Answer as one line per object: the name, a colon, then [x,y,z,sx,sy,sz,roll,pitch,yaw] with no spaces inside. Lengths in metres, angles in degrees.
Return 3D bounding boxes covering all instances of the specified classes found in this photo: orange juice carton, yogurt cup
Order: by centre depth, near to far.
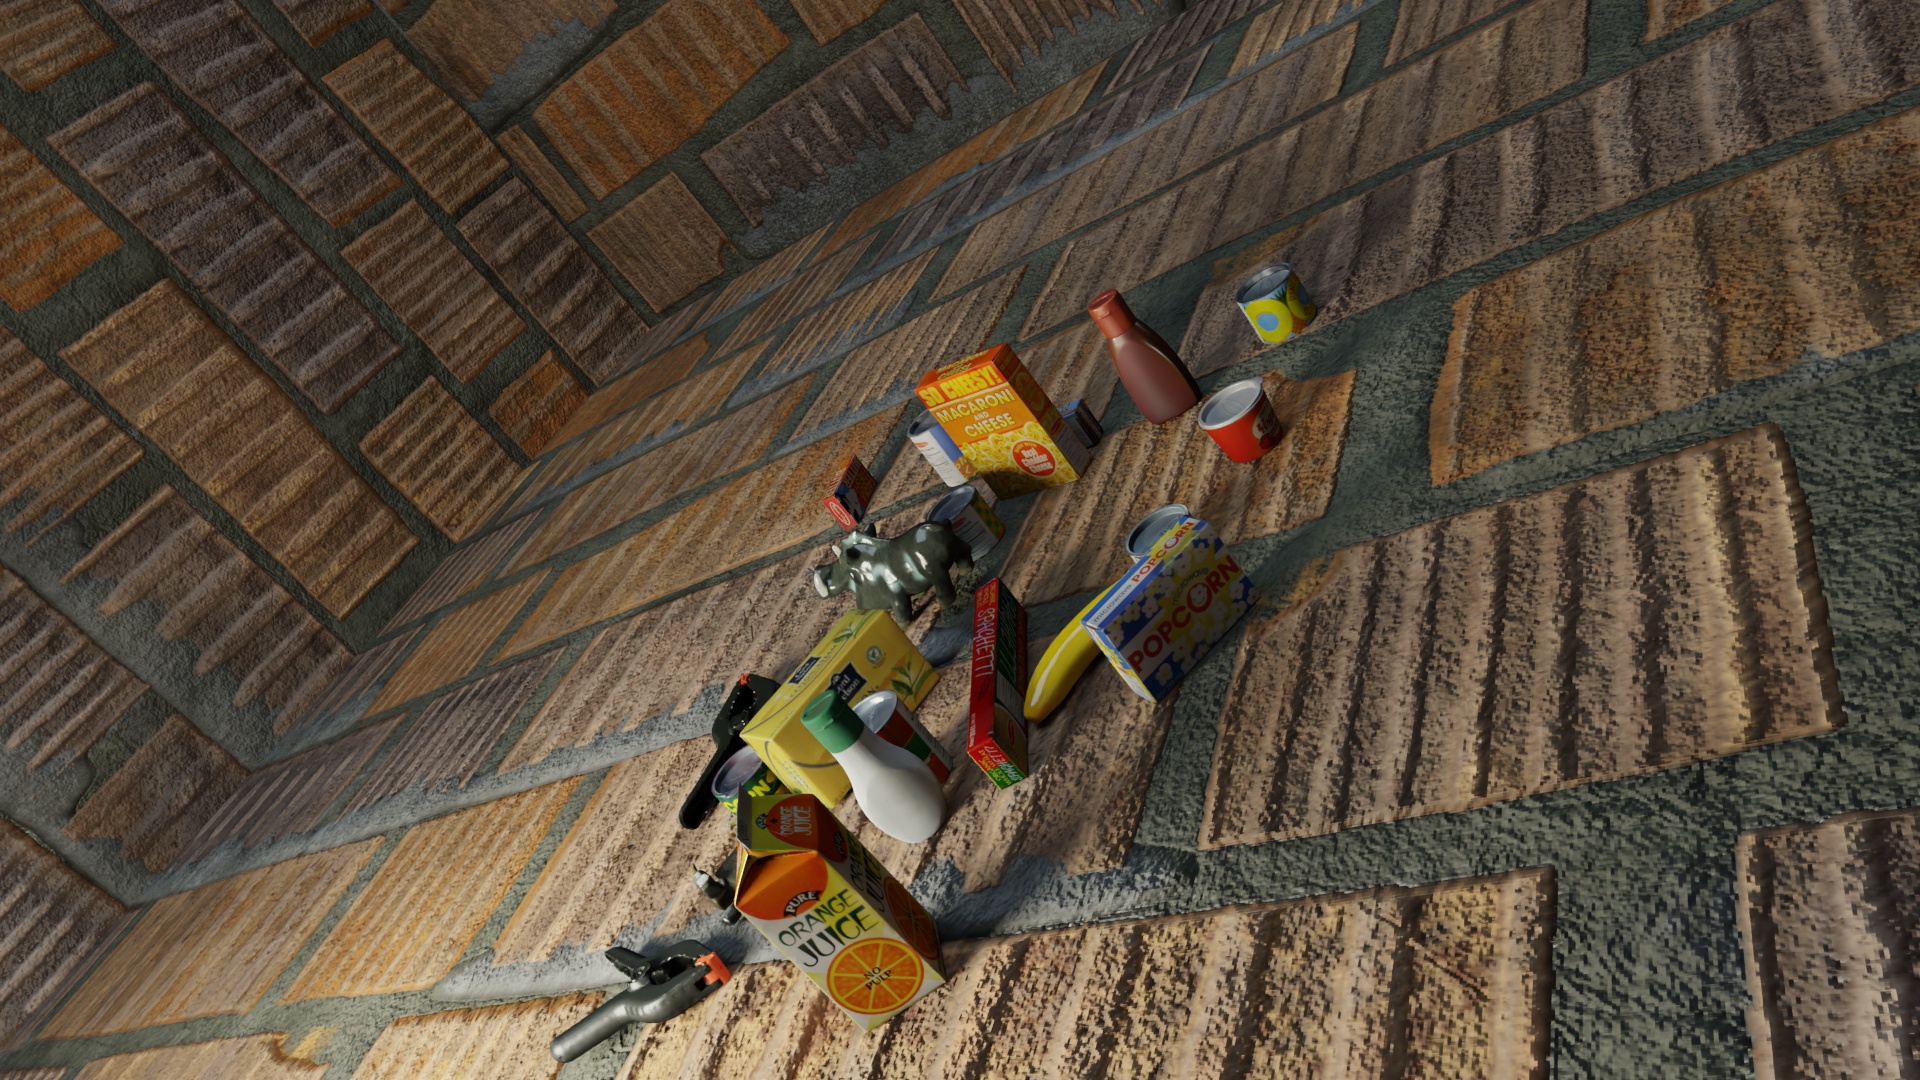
orange juice carton: [-0.097,0.252,0.985,0.073,0.192,0.072,-36,23,8]
yogurt cup: [0.264,-0.109,1.296,0.072,0.054,0.073,-32,24,16]

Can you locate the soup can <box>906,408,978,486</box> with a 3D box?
soup can: [-0.012,-0.119,1.681,0.071,0.083,0.072,-32,24,16]

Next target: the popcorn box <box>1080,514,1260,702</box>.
popcorn box: [0.166,0.054,1.100,0.127,0.085,0.038,-44,23,-13]

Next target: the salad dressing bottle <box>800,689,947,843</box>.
salad dressing bottle: [-0.070,0.183,1.129,0.064,0.147,0.044,-38,23,1]

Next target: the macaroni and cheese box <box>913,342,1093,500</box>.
macaroni and cheese box: [0.046,-0.126,1.504,0.123,0.166,0.040,-15,33,44]

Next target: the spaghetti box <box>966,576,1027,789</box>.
spaghetti box: [0.034,0.118,1.219,0.028,0.050,0.251,-31,24,18]

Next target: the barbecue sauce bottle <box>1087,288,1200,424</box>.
barbecue sauce bottle: [0.187,-0.192,1.442,0.064,0.148,0.044,-26,26,28]

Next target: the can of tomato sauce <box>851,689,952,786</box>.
can of tomato sauce: [-0.058,0.182,1.197,0.071,0.083,0.071,-32,24,16]

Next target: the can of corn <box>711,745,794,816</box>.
can of corn: [-0.193,0.238,1.323,0.071,0.058,0.071,-32,24,16]

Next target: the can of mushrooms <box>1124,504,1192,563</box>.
can of mushrooms: [0.184,0.002,1.235,0.071,0.033,0.071,-32,24,16]

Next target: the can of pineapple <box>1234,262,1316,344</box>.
can of pineapple: [0.330,-0.247,1.447,0.071,0.057,0.071,-32,24,16]

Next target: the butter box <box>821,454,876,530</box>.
butter box: [-0.144,-0.063,1.811,0.024,0.053,0.104,-26,26,28]

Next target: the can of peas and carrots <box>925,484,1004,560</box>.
can of peas and carrots: [0.005,-0.019,1.503,0.071,0.058,0.071,-32,24,16]

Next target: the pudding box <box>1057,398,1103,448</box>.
pudding box: [0.110,-0.119,1.546,0.083,0.049,0.030,-22,28,35]
